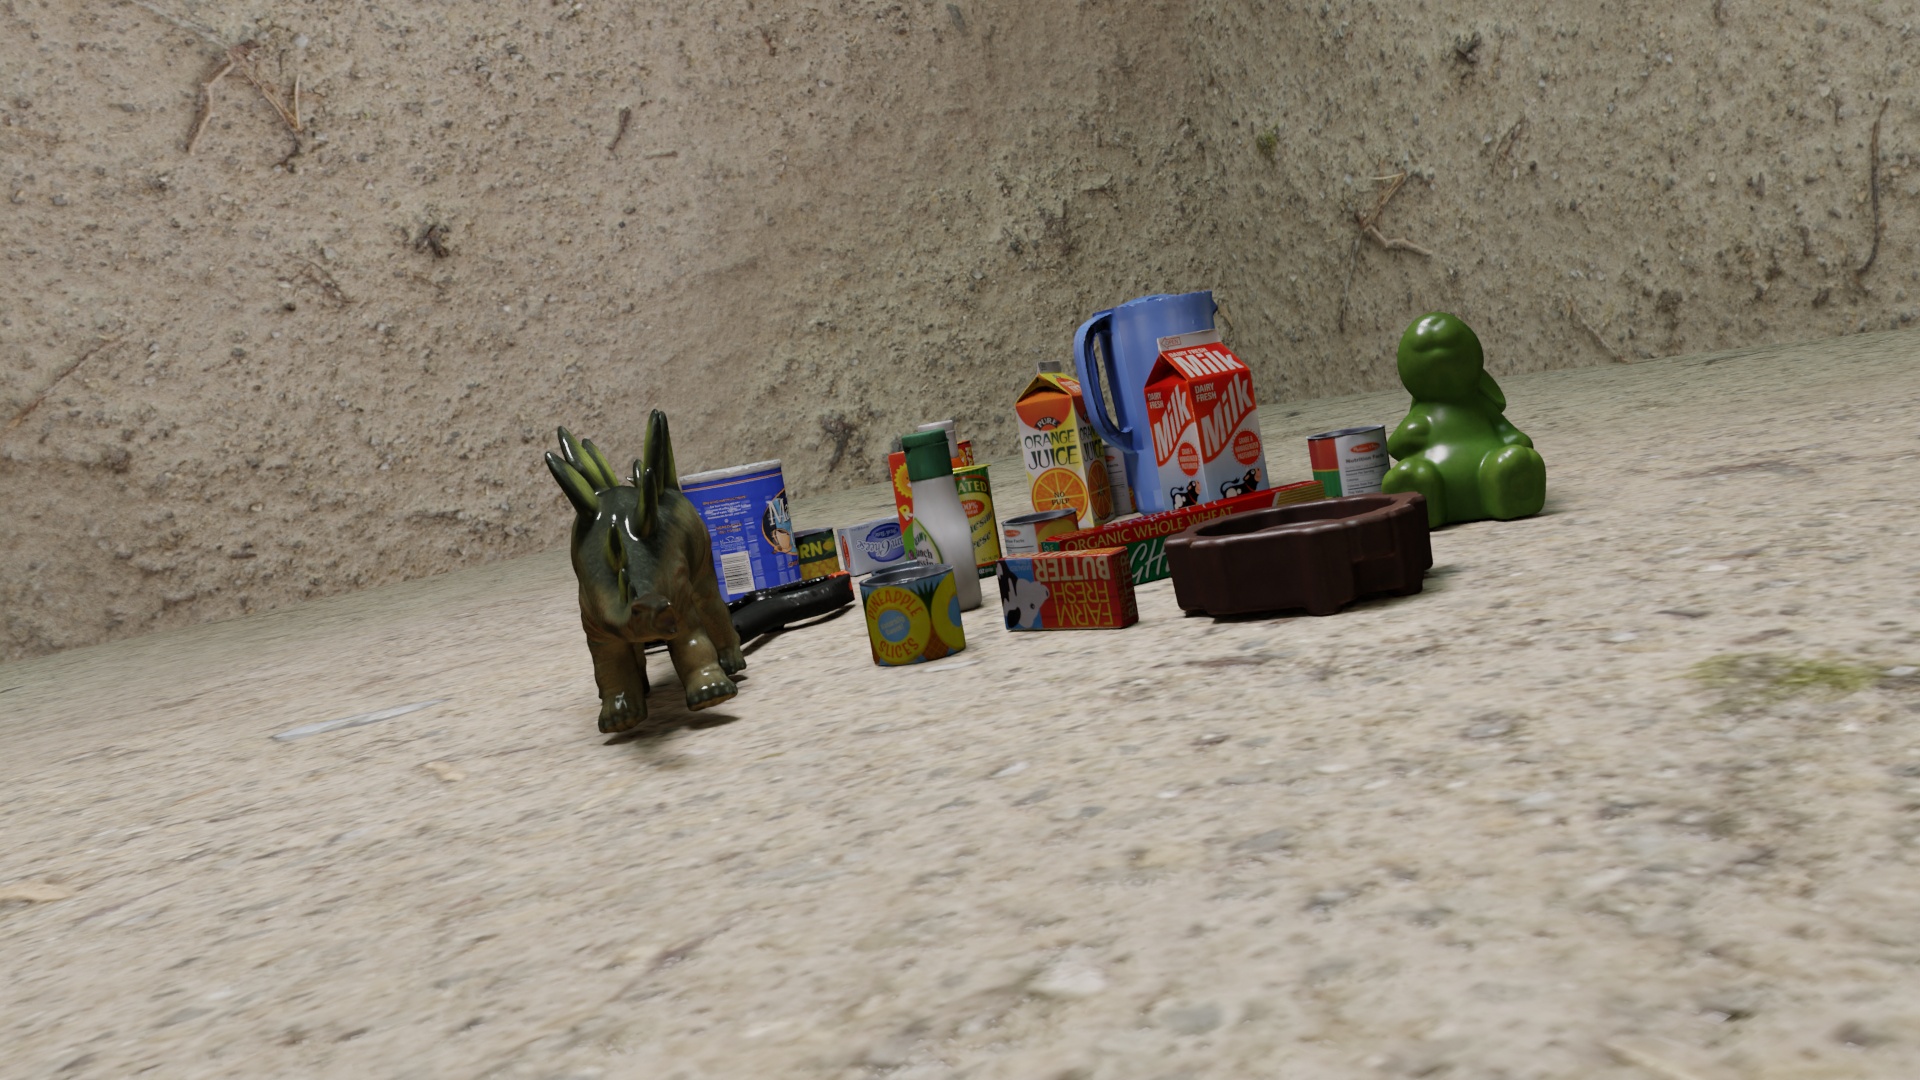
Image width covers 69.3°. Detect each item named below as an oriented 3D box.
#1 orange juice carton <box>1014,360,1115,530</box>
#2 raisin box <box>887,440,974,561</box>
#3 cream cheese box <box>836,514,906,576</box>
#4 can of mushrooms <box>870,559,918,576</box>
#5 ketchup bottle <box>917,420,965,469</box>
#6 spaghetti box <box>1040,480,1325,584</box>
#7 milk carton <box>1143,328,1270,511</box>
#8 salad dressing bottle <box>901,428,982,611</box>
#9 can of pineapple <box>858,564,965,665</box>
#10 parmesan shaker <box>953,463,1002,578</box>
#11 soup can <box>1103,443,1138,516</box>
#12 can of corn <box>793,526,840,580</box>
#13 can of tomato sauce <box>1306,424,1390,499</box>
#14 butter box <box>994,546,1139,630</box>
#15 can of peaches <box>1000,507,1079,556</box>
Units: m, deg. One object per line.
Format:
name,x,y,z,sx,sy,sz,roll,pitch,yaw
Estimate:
orange juice carton,0.116,-0.109,1.574,0.073,0.192,0.072,-7,6,28
raisin box,-0.023,-0.039,1.482,0.086,0.123,0.040,-7,6,29
cream cheese box,-0.086,0.004,1.522,0.104,0.053,0.024,-15,7,-42
can of mushrooms,-0.041,0.037,1.218,0.071,0.033,0.071,-10,6,1
ketchup bottle,-0.012,-0.045,1.396,0.044,0.148,0.064,-13,6,-25
spaghetti box,0.186,-0.002,1.120,0.251,0.050,0.028,-12,6,-20
milk carton,0.224,-0.096,1.270,0.072,0.190,0.073,-13,6,-26
salad dressing bottle,-0.017,-0.016,1.127,0.044,0.147,0.064,-12,6,-23
can of pineapple,-0.033,0.051,0.953,0.071,0.057,0.071,-10,6,1
parmesan shaker,0.005,-0.016,1.316,0.071,0.103,0.071,-10,5,1
soup can,0.188,-0.074,1.653,0.071,0.083,0.071,-10,5,1
can of corn,-0.163,0.020,1.471,0.071,0.058,0.071,-10,6,1
can of tomato sauce,0.338,-0.054,1.200,0.071,0.083,0.071,-10,5,1
butter box,0.073,0.034,0.957,0.103,0.053,0.024,-5,7,42
can of peaches,0.074,0.006,1.196,0.071,0.058,0.071,-10,6,1
